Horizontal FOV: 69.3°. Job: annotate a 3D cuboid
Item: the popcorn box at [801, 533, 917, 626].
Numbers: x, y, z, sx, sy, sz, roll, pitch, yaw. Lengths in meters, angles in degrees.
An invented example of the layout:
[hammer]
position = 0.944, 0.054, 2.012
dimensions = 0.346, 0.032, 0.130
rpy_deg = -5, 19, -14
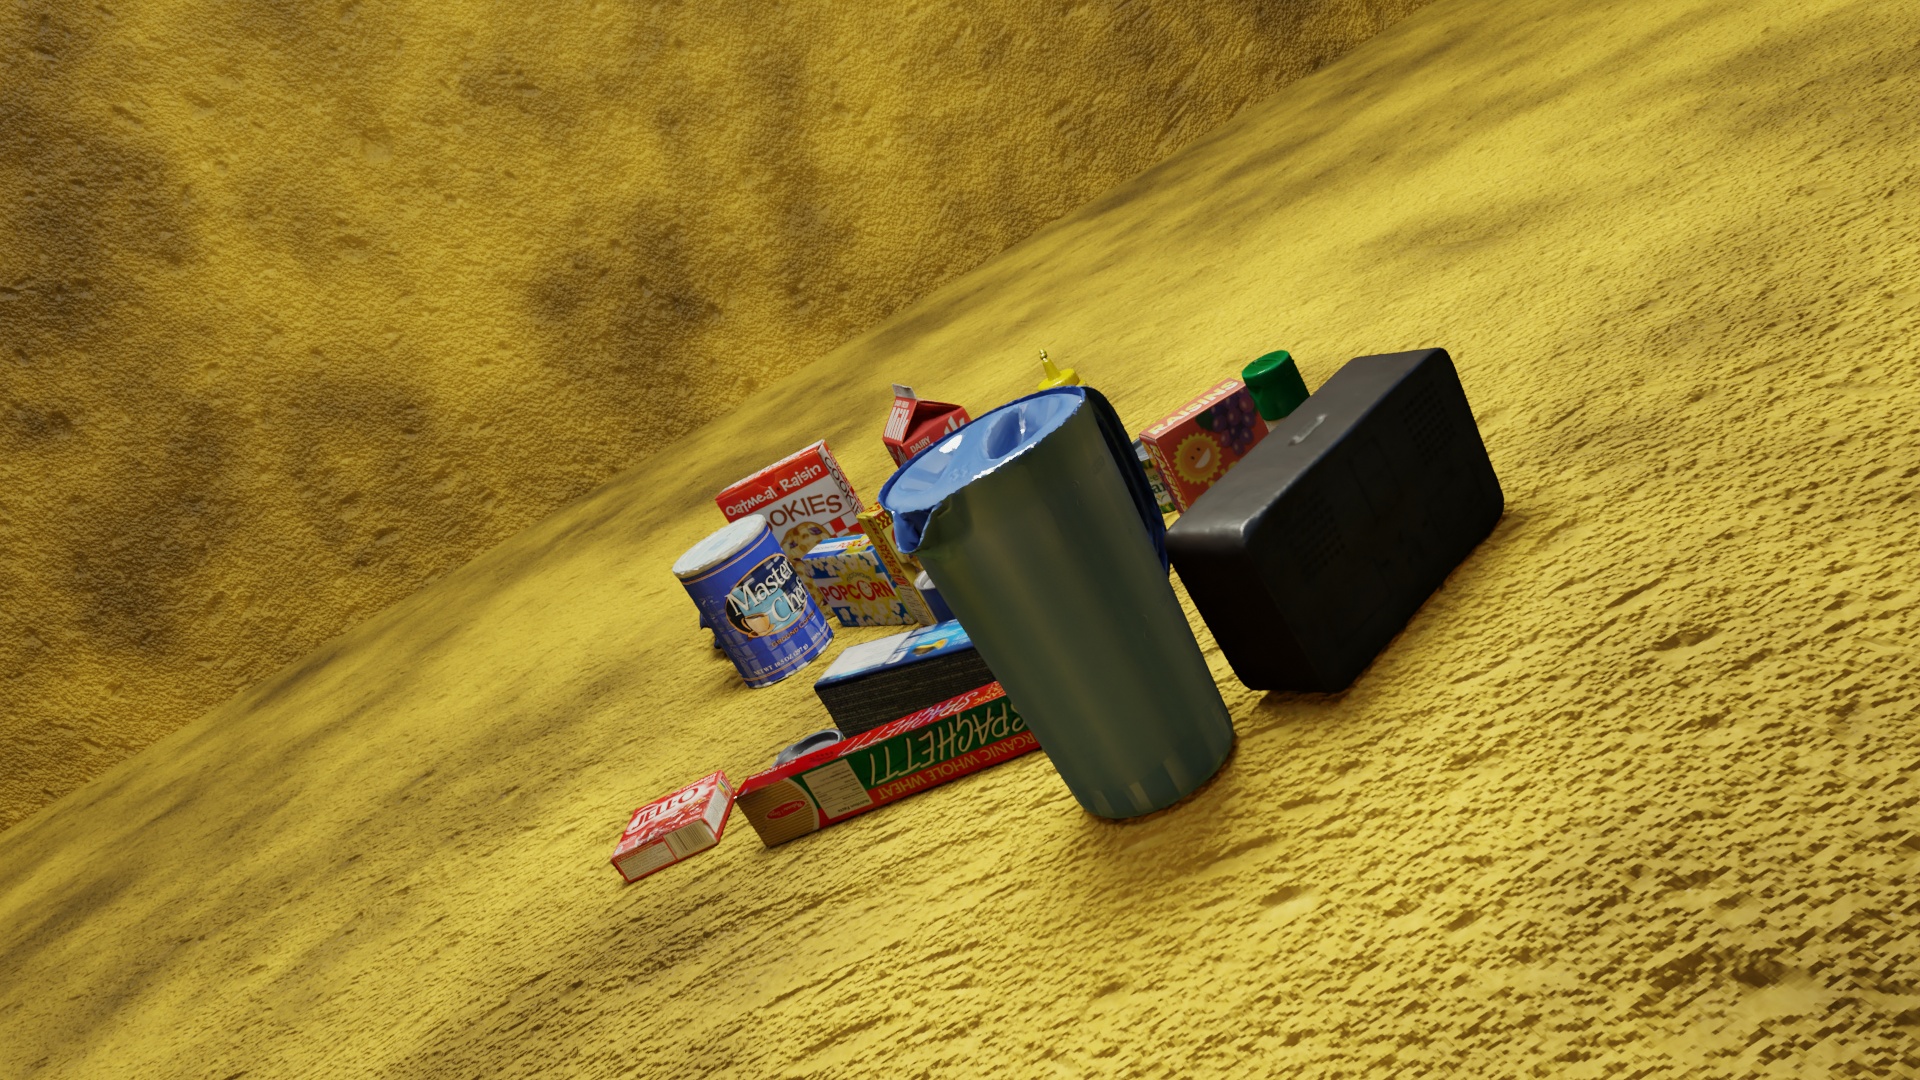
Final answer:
[popcorn box]
position = -0.089, 0.038, 1.342
dimensions = 0.038, 0.085, 0.126
rpy_deg = -41, 20, -33

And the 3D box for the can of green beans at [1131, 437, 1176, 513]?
[can of green beans]
position = 0.185, -0.065, 1.240
dimensions = 0.071, 0.057, 0.071
rpy_deg = -27, 17, 9

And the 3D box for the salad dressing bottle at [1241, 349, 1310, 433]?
[salad dressing bottle]
position = 0.246, -0.063, 0.984
dimensions = 0.044, 0.147, 0.064
rpy_deg = -35, 17, -16

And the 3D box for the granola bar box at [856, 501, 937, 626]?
[granola bar box]
position = 0.005, -0.016, 1.279
dimensions = 0.166, 0.124, 0.039
rpy_deg = -36, 18, -22

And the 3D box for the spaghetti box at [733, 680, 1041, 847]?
[spaghetti box]
position = -0.045, 0.157, 0.992
dimensions = 0.249, 0.050, 0.029
rpy_deg = -23, 18, 19

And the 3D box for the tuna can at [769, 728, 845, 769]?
[tuna can]
position = -0.113, 0.178, 1.072
dimensions = 0.071, 0.032, 0.071
rpy_deg = -27, 17, 9

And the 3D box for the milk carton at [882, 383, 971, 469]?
[milk carton]
position = -0.012, -0.067, 1.338
dimensions = 0.073, 0.190, 0.072
rpy_deg = -33, 17, -12

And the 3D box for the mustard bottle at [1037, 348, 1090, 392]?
[mustard bottle]
position = 0.111, -0.110, 1.313
dimensions = 0.065, 0.160, 0.049
rpy_deg = -35, 17, -18

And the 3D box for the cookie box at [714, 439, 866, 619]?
[cookie box]
position = -0.154, -0.003, 1.424
dimensions = 0.123, 0.167, 0.040
rpy_deg = -25, 17, 14

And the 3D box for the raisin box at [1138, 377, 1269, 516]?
[raisin box]
position = 0.202, -0.049, 1.055
dimensions = 0.086, 0.123, 0.040
rpy_deg = -31, 17, -5

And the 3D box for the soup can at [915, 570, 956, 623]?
[soup can]
position = 0.014, 0.054, 1.132
dimensions = 0.071, 0.083, 0.071
rpy_deg = -27, 17, 9
